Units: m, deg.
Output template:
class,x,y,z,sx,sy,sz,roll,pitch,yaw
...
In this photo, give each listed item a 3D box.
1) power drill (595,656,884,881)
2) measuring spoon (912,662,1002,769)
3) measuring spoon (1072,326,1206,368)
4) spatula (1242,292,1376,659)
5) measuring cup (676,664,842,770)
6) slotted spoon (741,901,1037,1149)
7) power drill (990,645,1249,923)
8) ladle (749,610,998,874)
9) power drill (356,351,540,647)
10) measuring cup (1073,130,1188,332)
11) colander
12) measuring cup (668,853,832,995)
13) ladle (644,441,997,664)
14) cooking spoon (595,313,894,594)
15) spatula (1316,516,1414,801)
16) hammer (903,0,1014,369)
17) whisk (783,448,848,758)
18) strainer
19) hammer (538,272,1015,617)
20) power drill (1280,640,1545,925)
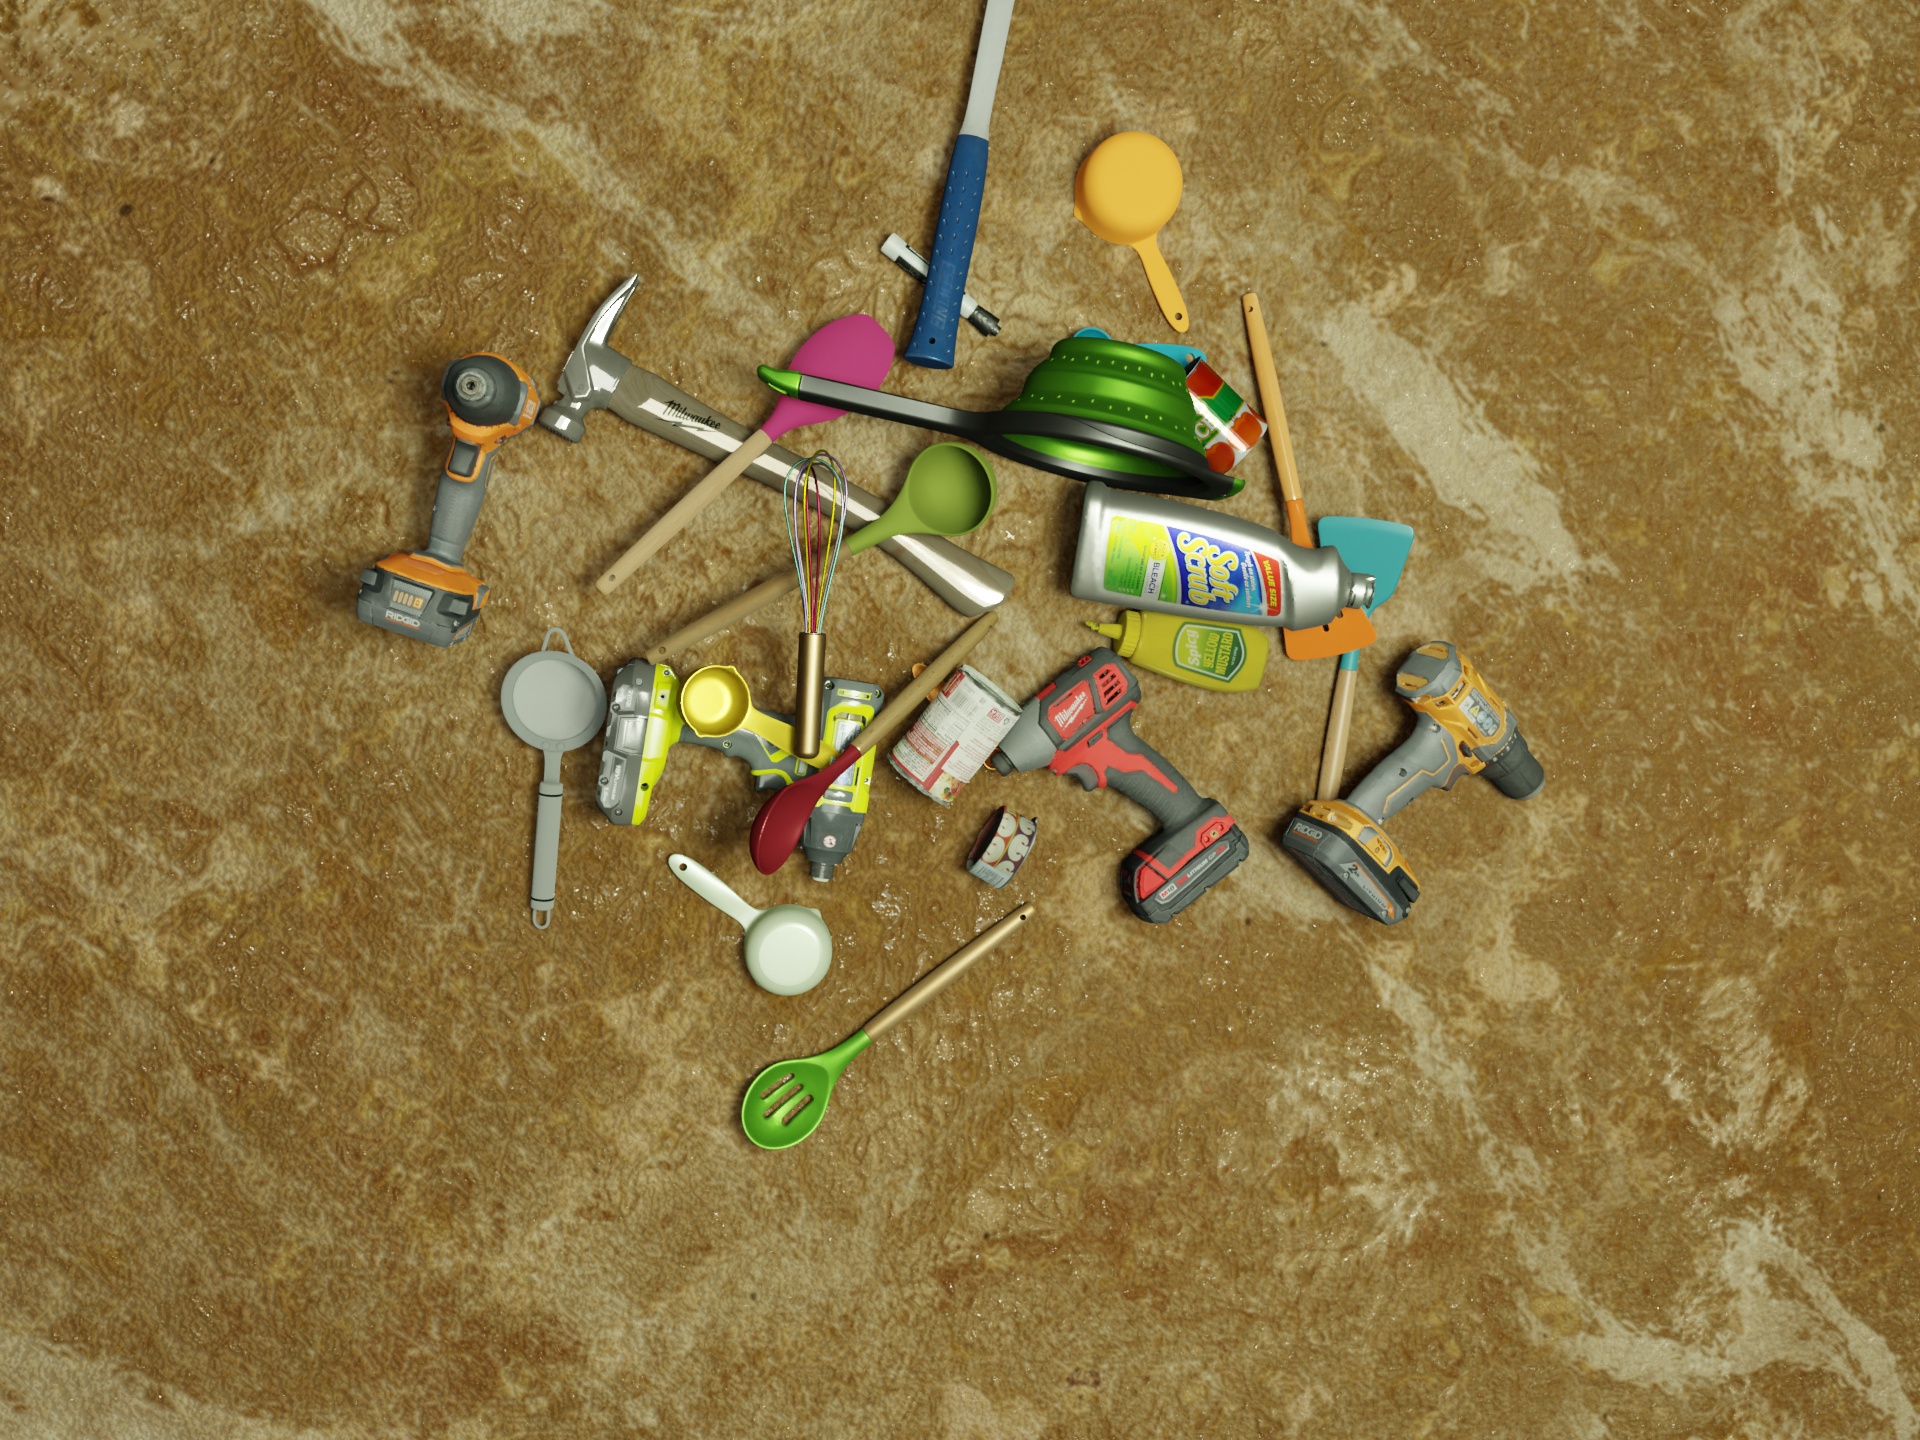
class,x,y,z,sx,sy,sz,roll,pitch,yaw
power drill,-0.185,0.038,1.324,0.223,0.080,0.171,9,92,-12
measuring spoon,-0.002,-0.004,1.381,0.021,0.011,0.117,-40,95,7
measuring spoon,0.151,-0.316,1.380,0.128,0.021,0.042,-1,92,-17
spatula,0.287,-0.214,1.386,0.081,0.041,0.322,-13,86,28
measuring cup,-0.159,0.006,1.284,0.156,0.029,0.062,29,80,-27
slotted spoon,-0.059,0.259,1.381,0.314,0.031,0.070,-37,98,-6
power drill,0.134,0.061,1.372,0.143,0.078,0.219,-38,95,-4
ladle,-0.069,0.008,1.304,0.031,0.069,0.315,30,59,27
power drill,-0.393,-0.176,1.235,0.084,0.164,0.226,19,93,-10
measuring cup,0.162,-0.415,1.352,0.095,0.052,0.173,-25,95,-6
colander,0.039,-0.267,1.276,0.397,0.204,0.094,12,91,-3
measuring cup,-0.181,0.169,1.350,0.167,0.038,0.083,40,88,-11
ladle,-0.113,-0.129,1.289,0.320,0.062,0.078,-30,93,-9
cooking spoon,-0.177,-0.215,1.298,0.319,0.017,0.068,-44,98,-7
spatula,0.337,-0.019,1.410,0.082,0.044,0.317,9,95,15
hammer,0.019,-0.493,1.323,0.144,0.035,0.405,11,88,-9
whisk,-0.119,-0.091,1.257,0.051,0.047,0.245,3,98,-7
strainer,-0.340,0.048,1.320,0.087,0.050,0.258,6,99,-1
hammer,-0.134,-0.212,1.333,0.410,0.038,0.146,28,88,-9
power drill,0.409,0.069,1.399,0.185,0.084,0.226,42,83,-26
